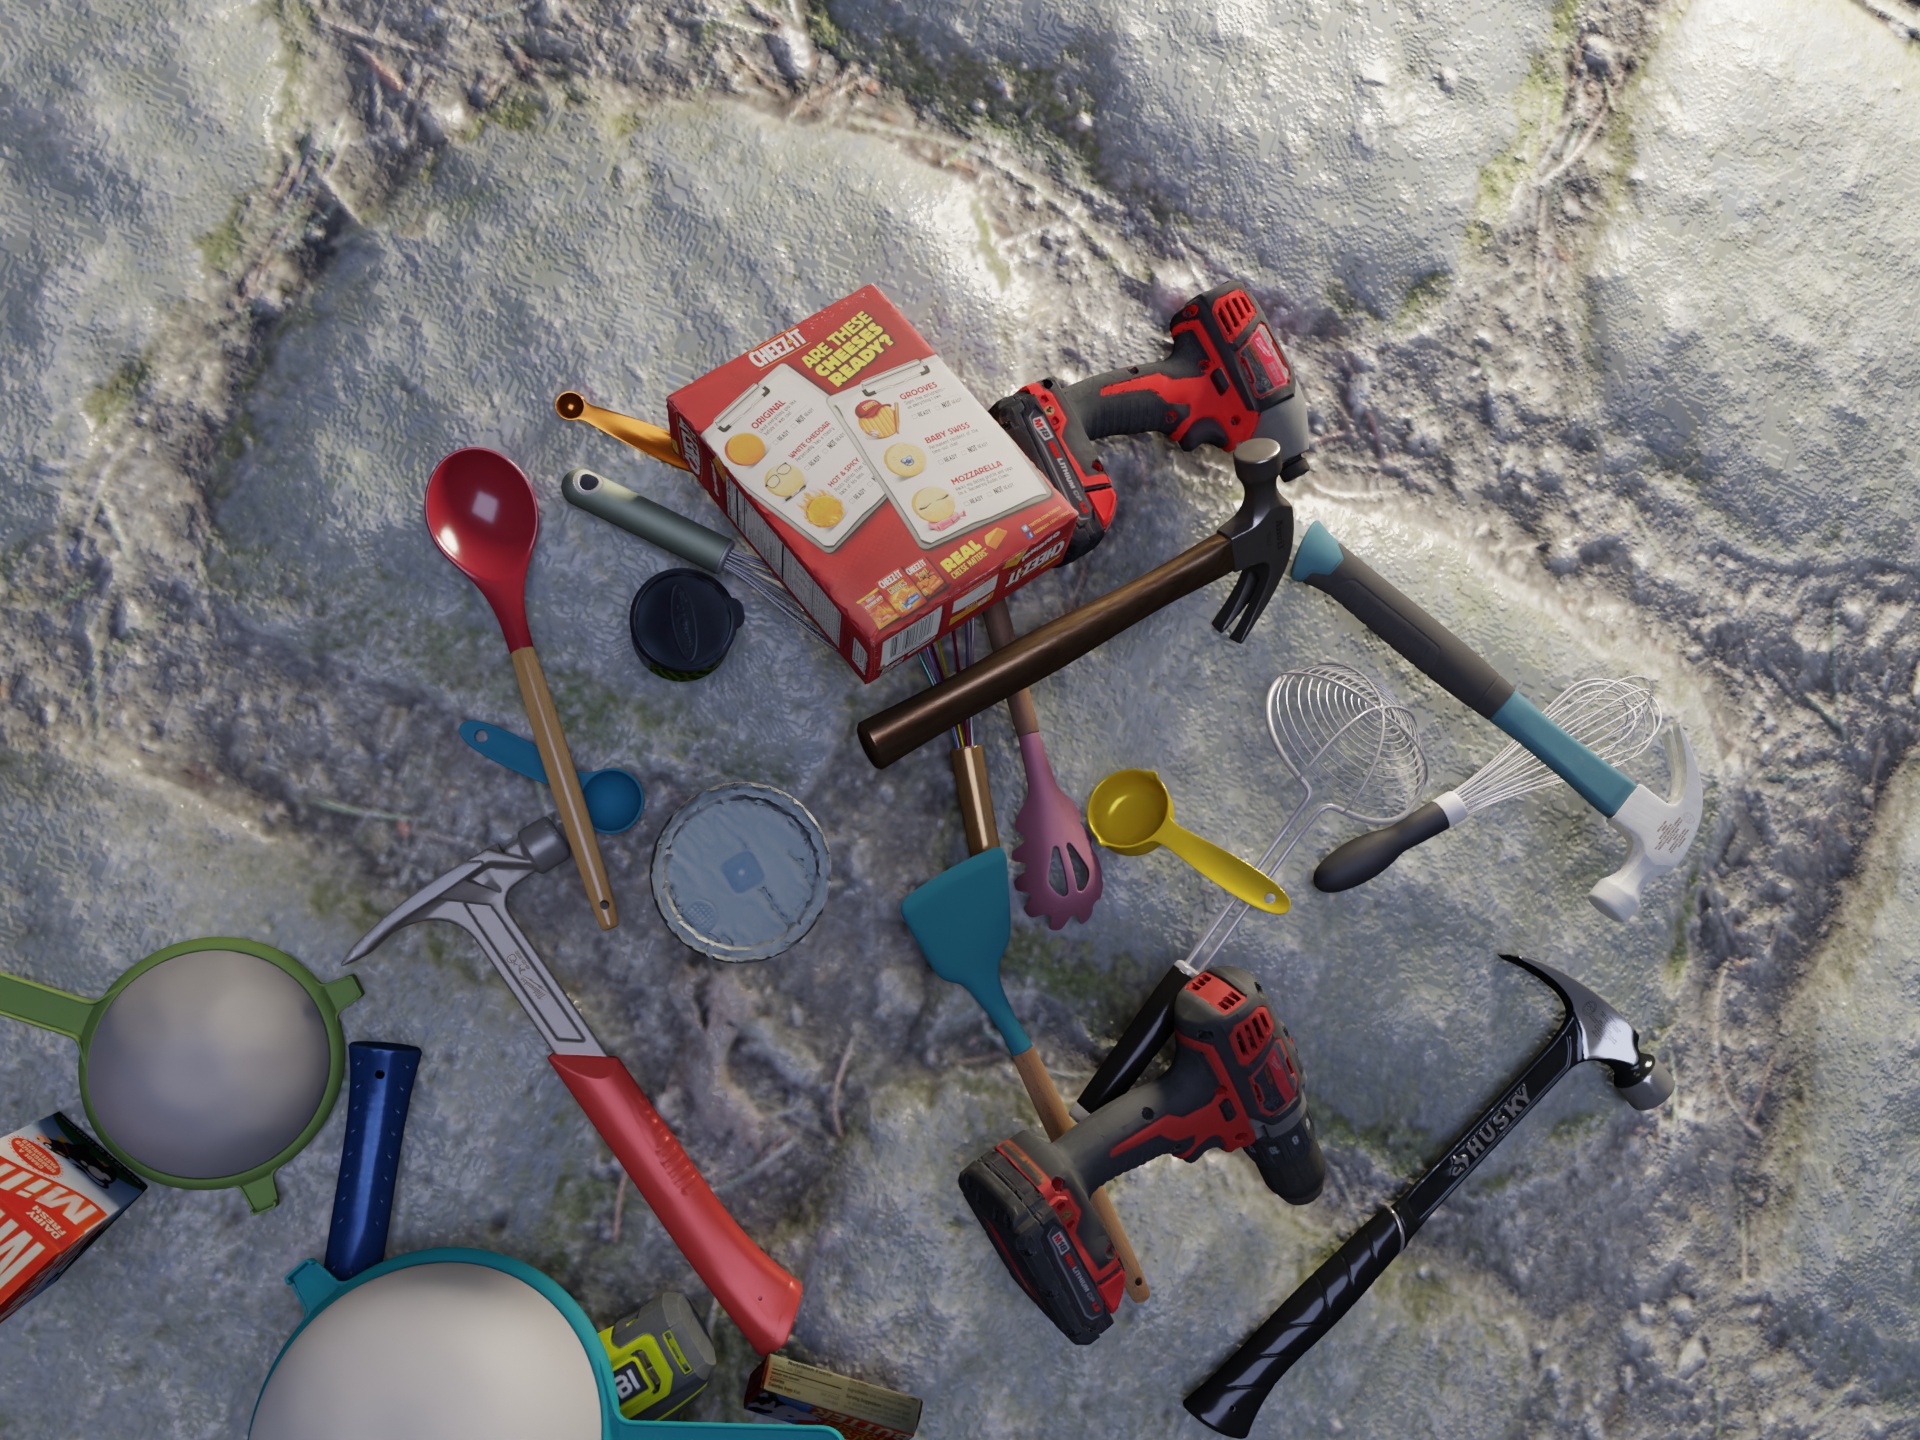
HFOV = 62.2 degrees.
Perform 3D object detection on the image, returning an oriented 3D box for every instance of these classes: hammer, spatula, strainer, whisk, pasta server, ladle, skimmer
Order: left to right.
[{"bbox_3d":[-0.494,0.185,0.925,0.256,0.069,0.151,22,81,-10],"label":"strainer"},{"bbox_3d":[-0.368,0.399,0.948,0.144,0.035,0.405,8,83,-10],"label":"hammer"},{"bbox_3d":[-0.235,0.394,0.858,0.340,0.095,0.211,0,69,3],"label":"strainer"},{"bbox_3d":[-0.266,-0.020,0.997,0.069,0.031,0.315,-17,84,-17],"label":"ladle"},{"bbox_3d":[-0.222,0.245,0.989,0.149,0.037,0.359,-34,92,-14],"label":"hammer"},{"bbox_3d":[-0.146,-0.102,1.033,0.246,0.059,0.058,26,61,-3],"label":"whisk"},{"bbox_3d":[-0.003,-0.003,1.053,0.051,0.047,0.245,-10,90,-13],"label":"whisk"},{"bbox_3d":[0.037,-0.015,1.071,0.060,0.040,0.316,-14,84,-12],"label":"pasta server"},{"bbox_3d":[0.055,0.240,1.041,0.082,0.044,0.317,-27,92,-25],"label":"spatula"},{"bbox_3d":[0.081,-0.058,1.035,0.331,0.031,0.129,-29,130,-15],"label":"hammer"},{"bbox_3d":[0.185,0.118,1.071,0.127,0.090,0.363,37,85,0],"label":"skimmer"},{"bbox_3d":[0.307,0.330,1.087,0.409,0.036,0.149,-41,92,-11],"label":"hammer"},{"bbox_3d":[0.358,-0.018,1.087,0.331,0.033,0.128,41,85,10],"label":"hammer"},{"bbox_3d":[0.370,0.048,1.117,0.284,0.070,0.070,-28,91,-7],"label":"whisk"}]

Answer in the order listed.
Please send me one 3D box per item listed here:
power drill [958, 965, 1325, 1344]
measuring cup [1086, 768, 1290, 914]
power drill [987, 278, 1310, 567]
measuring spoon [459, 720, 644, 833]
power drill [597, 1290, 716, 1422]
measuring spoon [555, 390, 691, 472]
[{"bbox_3d":[0.131,0.285,1.004,0.227,0.080,0.187,-35,118,-16],"label":"power drill"},{"bbox_3d":[0.151,0.087,1.041,0.157,0.029,0.062,33,81,30],"label":"measuring cup"},{"bbox_3d":[0.133,-0.195,1.082,0.219,0.078,0.143,-28,91,-15],"label":"power drill"},{"bbox_3d":[-0.260,0.033,1.016,0.128,0.021,0.042,27,81,2],"label":"measuring spoon"},{"bbox_3d":[-0.192,0.484,0.956,0.171,0.080,0.223,-30,88,-6],"label":"power drill"},{"bbox_3d":[-0.210,-0.186,1.047,0.117,0.011,0.021,22,80,-12],"label":"measuring spoon"}]
